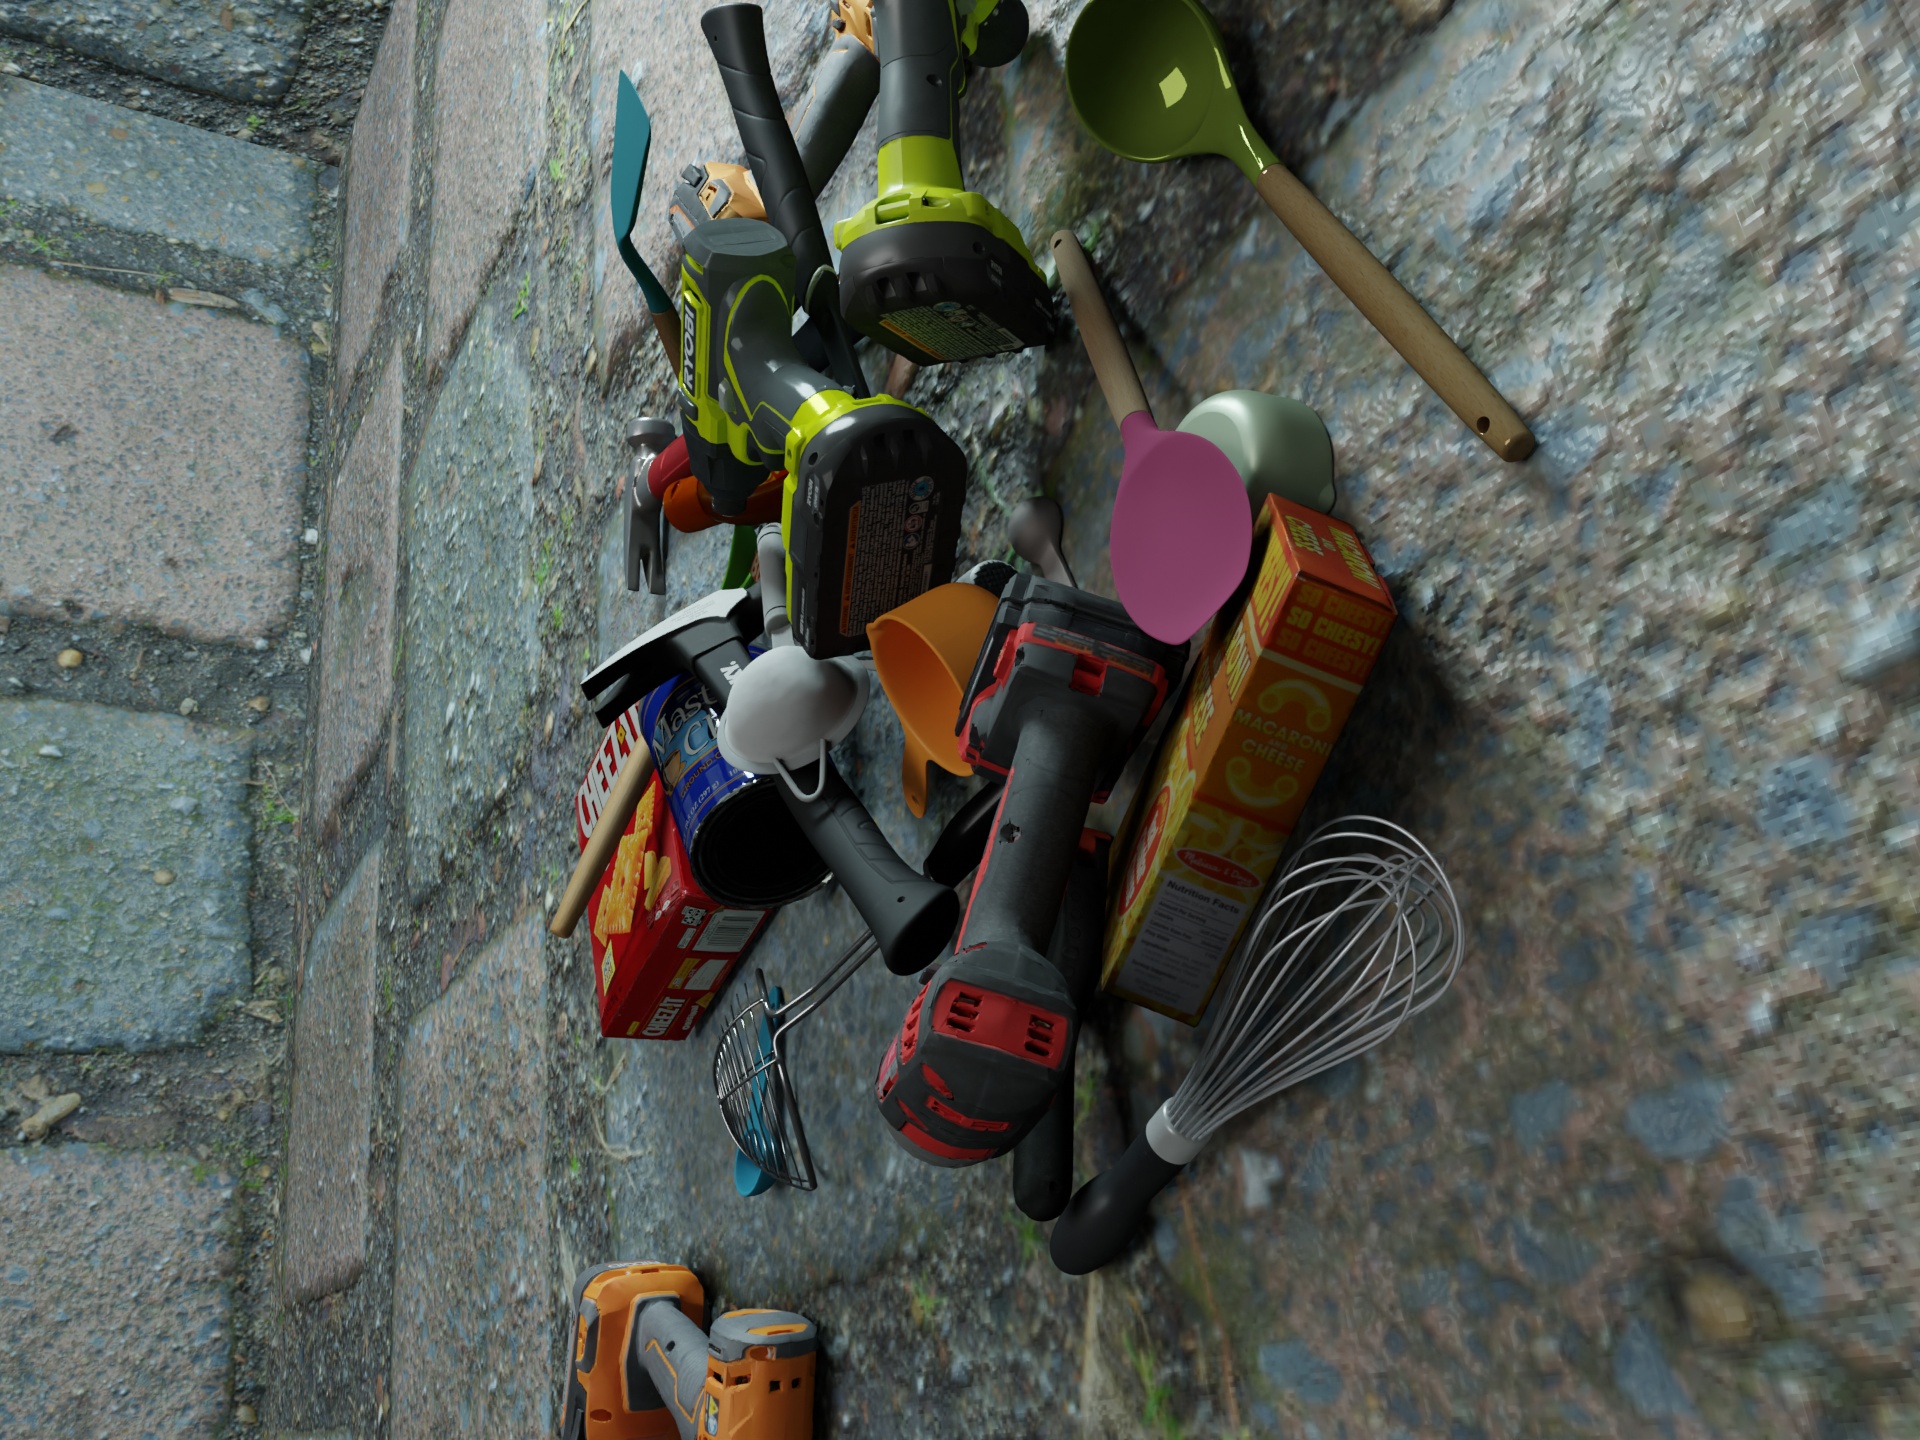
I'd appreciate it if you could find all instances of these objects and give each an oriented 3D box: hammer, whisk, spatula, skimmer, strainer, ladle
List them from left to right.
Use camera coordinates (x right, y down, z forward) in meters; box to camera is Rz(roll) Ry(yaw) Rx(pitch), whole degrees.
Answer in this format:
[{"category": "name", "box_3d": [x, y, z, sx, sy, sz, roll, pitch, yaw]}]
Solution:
[{"category": "spatula", "box_3d": [-0.170, -0.243, 1.006, 0.317, 0.044, 0.082, 72, 172, -47]}, {"category": "hammer", "box_3d": [-0.158, -0.204, 1.128, 0.386, 0.038, 0.143, -20, 68, 56]}, {"category": "strainer", "box_3d": [-0.100, -0.049, 0.871, 0.259, 0.087, 0.050, -105, -9, -55]}, {"category": "hammer", "box_3d": [-0.093, 0.024, 0.837, 0.335, 0.146, 0.035, 48, 162, 49]}, {"category": "hammer", "box_3d": [-0.073, -0.218, 0.887, 0.149, 0.036, 0.409, -33, 73, 56]}, {"category": "skimmer", "box_3d": [-0.025, 0.121, 0.841, 0.363, 0.090, 0.127, -47, 46, 30]}, {"category": "whisk", "box_3d": [0.098, 0.139, 0.609, 0.284, 0.070, 0.070, -61, 37, 39]}, {"category": "ladle", "box_3d": [0.127, -0.204, 0.638, 0.078, 0.062, 0.321, 108, 148, -42]}]

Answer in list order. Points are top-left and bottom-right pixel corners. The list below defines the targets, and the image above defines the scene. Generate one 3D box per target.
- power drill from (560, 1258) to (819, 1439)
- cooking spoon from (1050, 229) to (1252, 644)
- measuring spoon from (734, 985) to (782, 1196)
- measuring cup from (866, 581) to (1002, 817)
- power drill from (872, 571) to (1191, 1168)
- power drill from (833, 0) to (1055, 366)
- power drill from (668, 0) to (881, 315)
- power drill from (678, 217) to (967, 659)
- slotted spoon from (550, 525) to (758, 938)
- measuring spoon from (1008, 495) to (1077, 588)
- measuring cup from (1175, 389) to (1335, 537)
[{"category": "power drill", "box_3d": [-0.162, 0.421, 0.951, 0.226, 0.084, 0.164, -6, 79, 55]}, {"category": "cooking spoon", "box_3d": [0.072, -0.141, 0.691, 0.068, 0.017, 0.319, -49, 32, 29]}, {"category": "measuring spoon", "box_3d": [-0.116, 0.229, 0.985, 0.042, 0.021, 0.129, -27, 51, 55]}, {"category": "measuring cup", "box_3d": [-0.001, -0.003, 0.803, 0.095, 0.052, 0.173, 50, 158, 20]}, {"category": "power drill", "box_3d": [0.021, 0.065, 0.628, 0.143, 0.078, 0.220, 111, 176, -60]}, {"category": "power drill", "box_3d": [-0.006, -0.302, 0.795, 0.080, 0.190, 0.228, -5, 86, 22]}, {"category": "power drill", "box_3d": [-0.093, -0.385, 1.000, 0.226, 0.084, 0.186, -52, 37, 19]}, {"category": "power drill", "box_3d": [-0.087, -0.139, 0.836, 0.223, 0.080, 0.171, 53, 146, 40]}, {"category": "slotted spoon", "box_3d": [-0.195, -0.001, 1.044, 0.070, 0.031, 0.314, 118, 174, -67]}, {"category": "measuring spoon", "box_3d": [0.045, -0.061, 0.775, 0.034, 0.018, 0.124, -51, 43, 40]}, {"category": "measuring cup", "box_3d": [0.101, -0.055, 0.658, 0.083, 0.038, 0.167, 26, 104, 58]}]
